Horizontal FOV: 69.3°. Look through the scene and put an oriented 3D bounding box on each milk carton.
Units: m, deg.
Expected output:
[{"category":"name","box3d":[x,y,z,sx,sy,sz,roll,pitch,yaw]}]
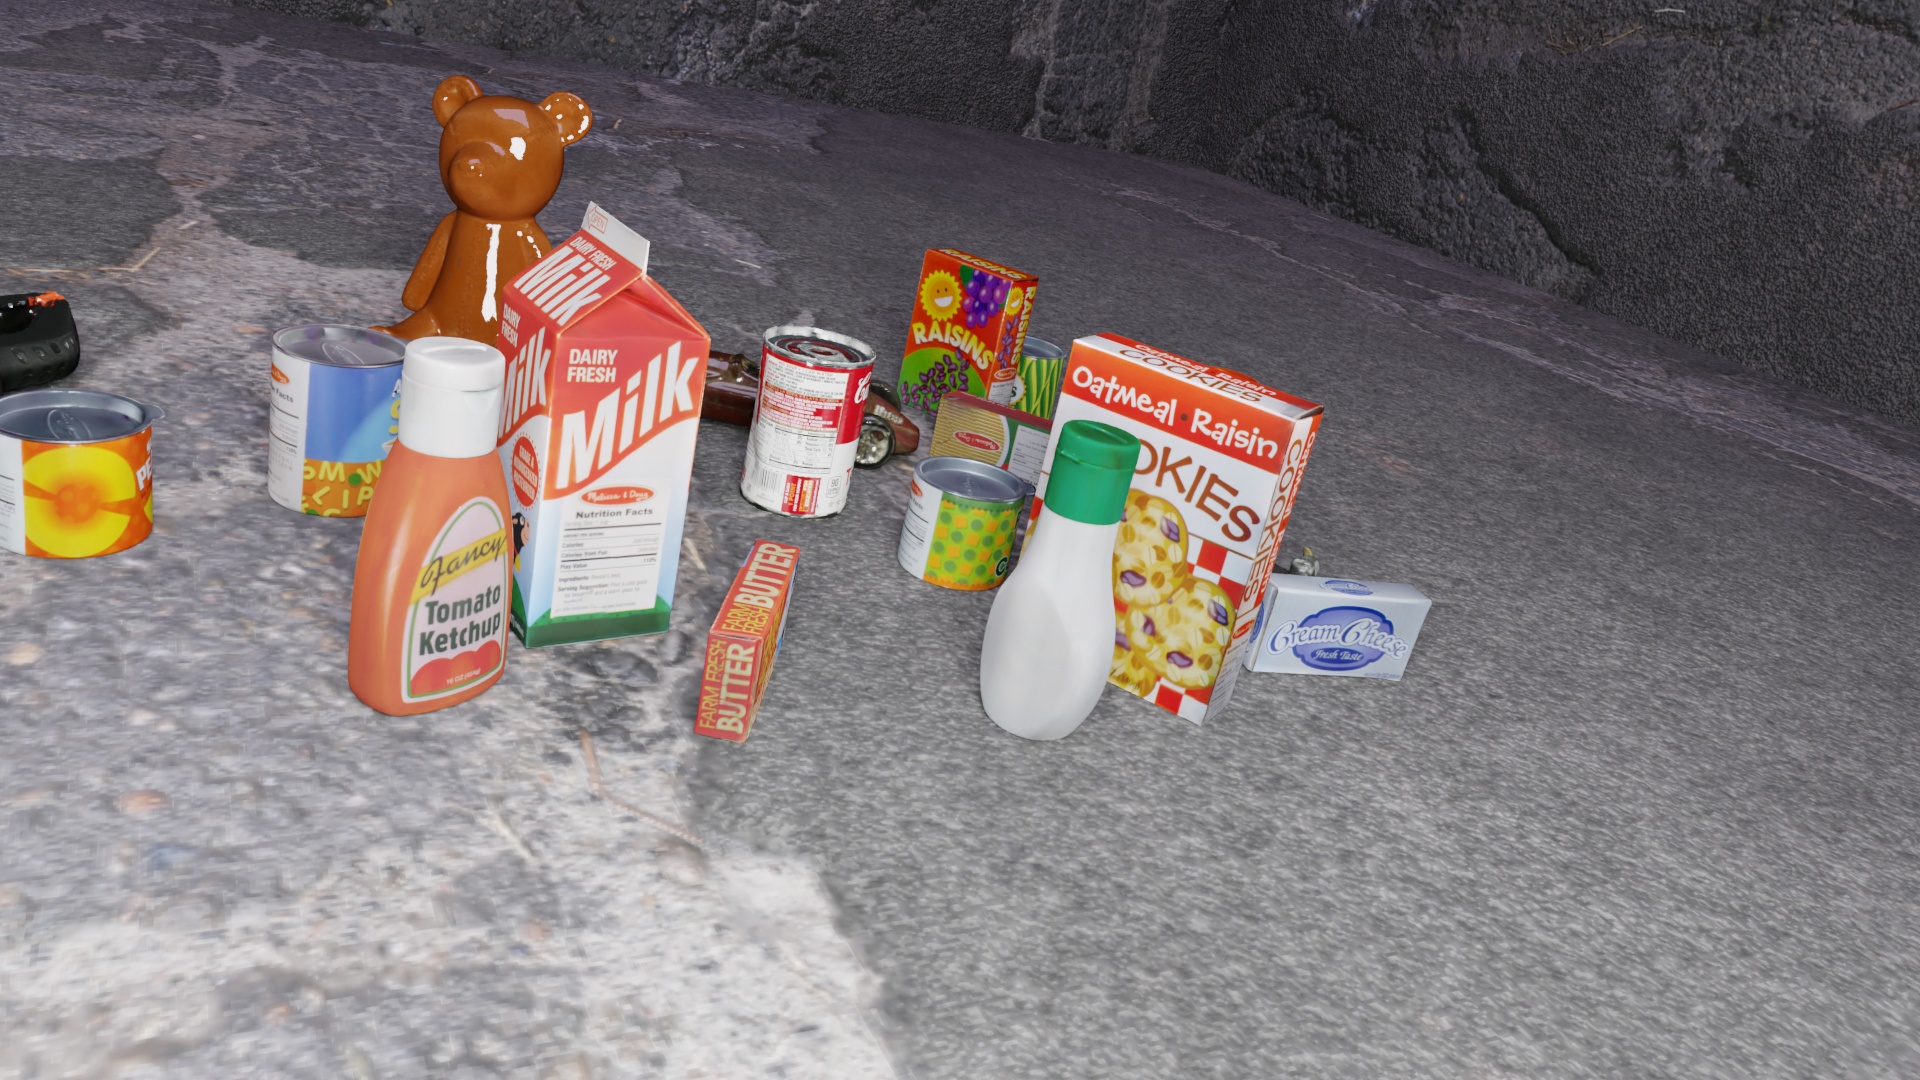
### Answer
[{"category":"milk carton","box3d":[-0.169,-0.053,0.638,0.073,0.189,0.072,-4,27,-37]}]

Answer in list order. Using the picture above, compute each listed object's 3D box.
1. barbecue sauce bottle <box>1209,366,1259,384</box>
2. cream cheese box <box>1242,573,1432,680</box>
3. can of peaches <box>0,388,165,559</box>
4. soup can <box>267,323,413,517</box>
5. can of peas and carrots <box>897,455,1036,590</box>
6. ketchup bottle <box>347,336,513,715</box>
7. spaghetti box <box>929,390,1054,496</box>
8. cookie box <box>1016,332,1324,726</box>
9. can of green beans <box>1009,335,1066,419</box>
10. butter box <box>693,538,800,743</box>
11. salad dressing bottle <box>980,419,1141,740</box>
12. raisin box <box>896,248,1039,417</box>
[{"category":"barbecue sauce bottle","box3d":[0.132,-0.023,0.790,0.044,0.148,0.065,3,24,-24]},{"category":"cream cheese box","box3d":[0.210,0.049,0.783,0.104,0.053,0.024,5,23,-19]},{"category":"can of peaches","box3d":[-0.402,-0.031,0.631,0.071,0.057,0.071,11,22,-4]},{"category":"soup can","box3d":[-0.318,-0.062,0.719,0.071,0.083,0.071,11,22,-4]},{"category":"can of peas and carrots","box3d":[0.003,-0.010,0.805,0.071,0.058,0.071,11,22,-4]},{"category":"ketchup bottle","box3d":[-0.209,-0.006,0.556,0.043,0.148,0.065,24,24,27]},{"category":"spaghetti box","box3d":[0.099,-0.042,0.947,0.250,0.050,0.029,20,22,17]},{"category":"cookie box","box3d":[0.099,-0.008,0.708,0.123,0.166,0.040,24,24,27]},{"category":"can of green beans","box3d":[0.047,-0.132,1.128,0.071,0.057,0.071,11,22,-4]},{"category":"butter box","box3d":[-0.095,0.043,0.628,0.024,0.053,0.104,12,22,-2]},{"category":"salad dressing bottle","box3d":[0.048,0.019,0.640,0.044,0.147,0.064,-9,30,-44]},{"category":"raisin box","box3d":[0.004,-0.154,1.070,0.086,0.123,0.040,26,25,30]}]
